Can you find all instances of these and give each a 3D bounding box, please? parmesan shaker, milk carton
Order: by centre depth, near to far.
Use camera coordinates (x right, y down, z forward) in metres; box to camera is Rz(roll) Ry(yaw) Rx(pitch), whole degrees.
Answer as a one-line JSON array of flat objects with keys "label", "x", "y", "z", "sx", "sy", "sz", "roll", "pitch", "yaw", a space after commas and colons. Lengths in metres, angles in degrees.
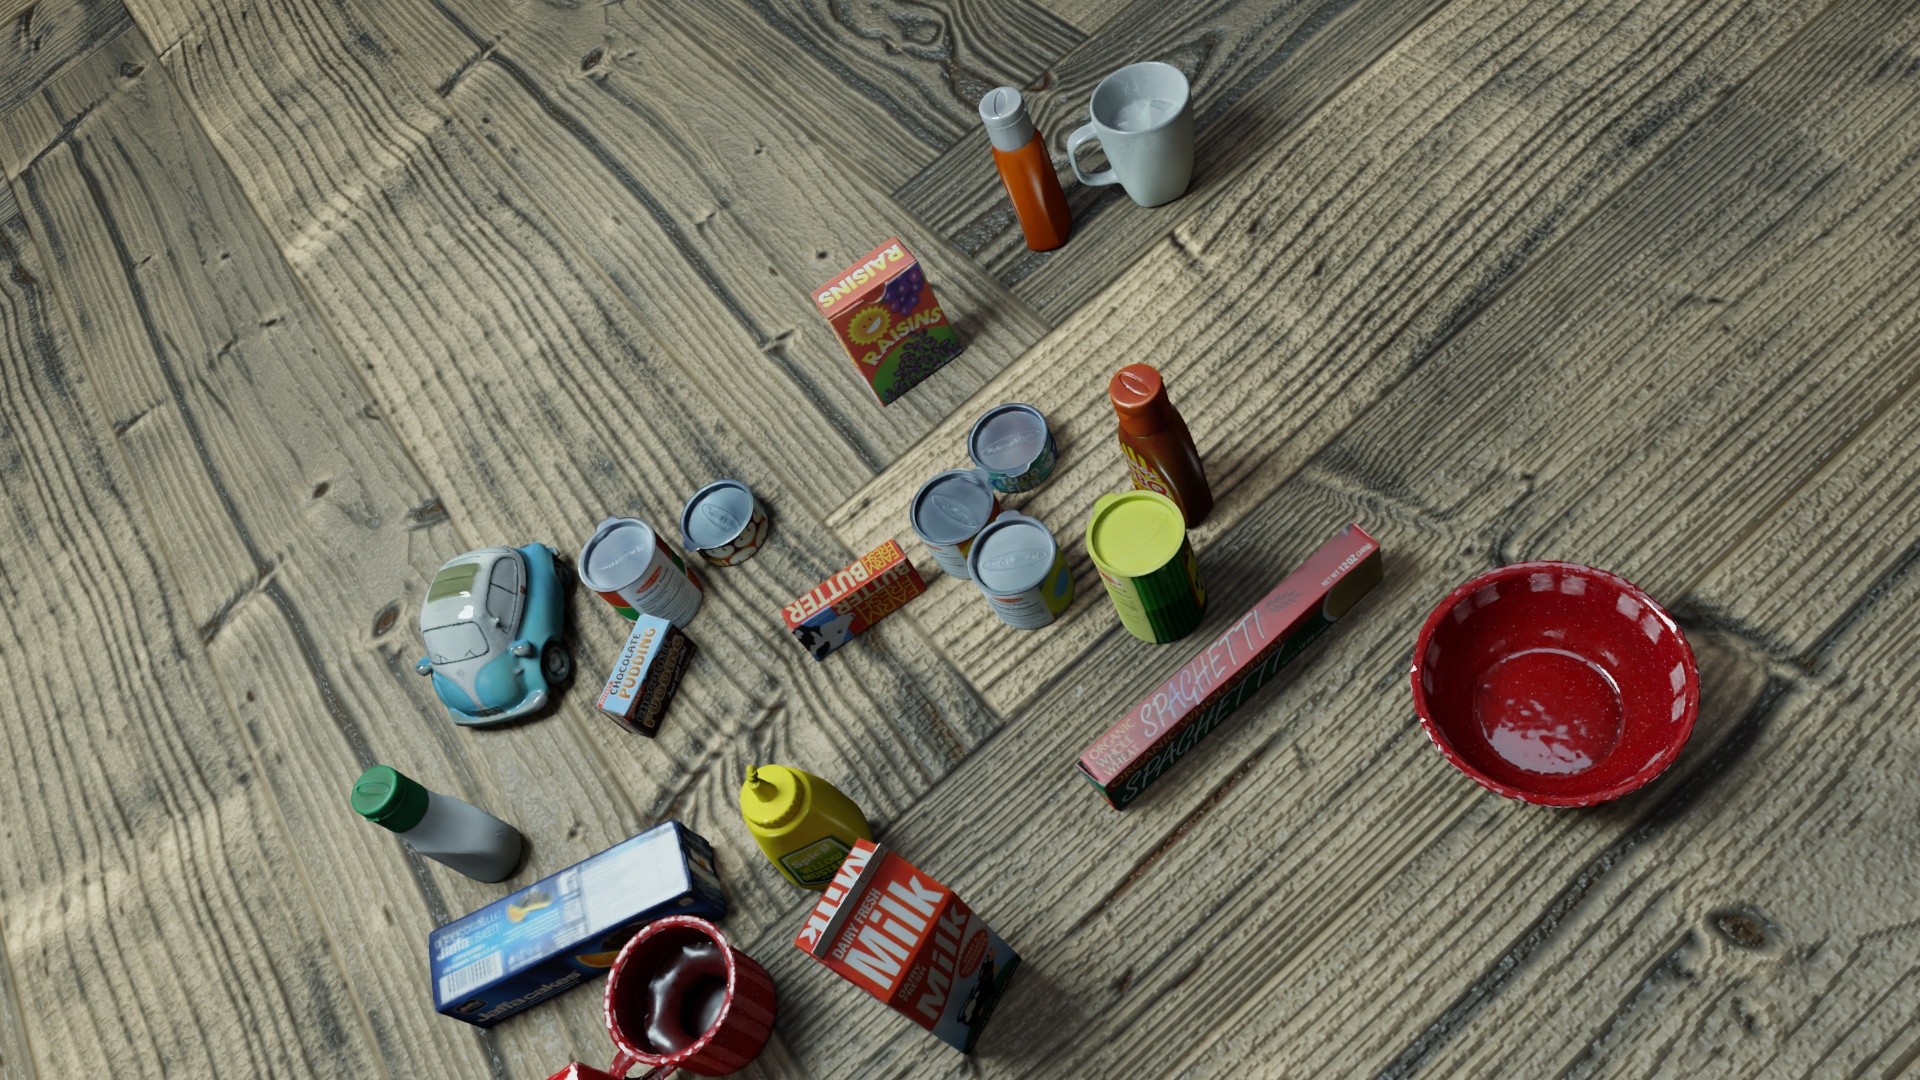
[{"label": "milk carton", "x": -0.034, "y": 0.240, "z": 0.831, "sx": 0.073, "sy": 0.190, "sz": 0.072, "roll": 22, "pitch": 70, "yaw": 30}, {"label": "parmesan shaker", "x": 0.130, "y": 0.018, "z": 0.961, "sx": 0.071, "sy": 0.102, "sz": 0.071, "roll": -9, "pitch": 57, "yaw": 15}]

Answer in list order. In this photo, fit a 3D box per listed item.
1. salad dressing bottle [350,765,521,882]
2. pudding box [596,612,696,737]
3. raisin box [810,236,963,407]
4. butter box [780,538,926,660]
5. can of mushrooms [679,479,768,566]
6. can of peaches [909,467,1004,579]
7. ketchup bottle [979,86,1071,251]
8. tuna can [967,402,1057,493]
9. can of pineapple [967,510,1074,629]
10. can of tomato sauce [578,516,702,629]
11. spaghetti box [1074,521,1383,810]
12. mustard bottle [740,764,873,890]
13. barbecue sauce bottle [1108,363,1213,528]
[{"label": "salad dressing bottle", "x": -0.378, "y": 0.206, "z": 1.006, "sx": 0.064, "sy": 0.147, "sz": 0.044, "roll": -3, "pitch": 59, "yaw": 19}, {"label": "pudding box", "x": -0.243, "y": 0.104, "z": 1.078, "sx": 0.030, "sy": 0.049, "sz": 0.084, "roll": 10, "pitch": 64, "yaw": 25}, {"label": "raisin box", "x": -0.059, "y": -0.177, "z": 1.138, "sx": 0.086, "sy": 0.123, "sz": 0.040, "roll": -35, "pitch": 55, "yaw": -2}, {"label": "butter box", "x": -0.080, "y": 0.045, "z": 1.053, "sx": 0.103, "sy": 0.053, "sz": 0.024, "roll": -33, "pitch": 55, "yaw": -2}, {"label": "can of mushrooms", "x": -0.196, "y": -0.012, "z": 1.142, "sx": 0.071, "sy": 0.033, "sz": 0.071, "roll": -9, "pitch": 57, "yaw": 15}, {"label": "can of peaches", "x": 0.004, "y": -0.013, "z": 1.054, "sx": 0.071, "sy": 0.058, "sz": 0.071, "roll": -9, "pitch": 57, "yaw": 15}, {"label": "ketchup bottle", "x": 0.055, "y": -0.313, "z": 1.164, "sx": 0.043, "sy": 0.148, "sz": 0.065, "roll": -8, "pitch": 58, "yaw": 16}, {"label": "tuna can", "x": 0.042, "y": -0.070, "z": 1.091, "sx": 0.071, "sy": 0.032, "sz": 0.071, "roll": -9, "pitch": 57, "yaw": 15}, {"label": "can of pineapple", "x": 0.046, "y": 0.022, "z": 1.017, "sx": 0.071, "sy": 0.057, "sz": 0.071, "roll": -9, "pitch": 57, "yaw": 15}, {"label": "can of tomato sauce", "x": -0.254, "y": 0.029, "z": 1.108, "sx": 0.071, "sy": 0.082, "sz": 0.071, "roll": -9, "pitch": 57, "yaw": 15}, {"label": "spaghetti box", "x": 0.183, "y": 0.085, "z": 0.932, "sx": 0.250, "sy": 0.050, "sz": 0.029, "roll": -40, "pitch": 55, "yaw": -6}, {"label": "mustard bottle", "x": -0.108, "y": 0.184, "z": 0.912, "sx": 0.065, "sy": 0.159, "sz": 0.049, "roll": -26, "pitch": 55, "yaw": 4}, {"label": "barbecue sauce bottle", "x": 0.139, "y": -0.068, "z": 0.983, "sx": 0.044, "sy": 0.148, "sz": 0.065, "roll": -44, "pitch": 55, "yaw": -8}]
